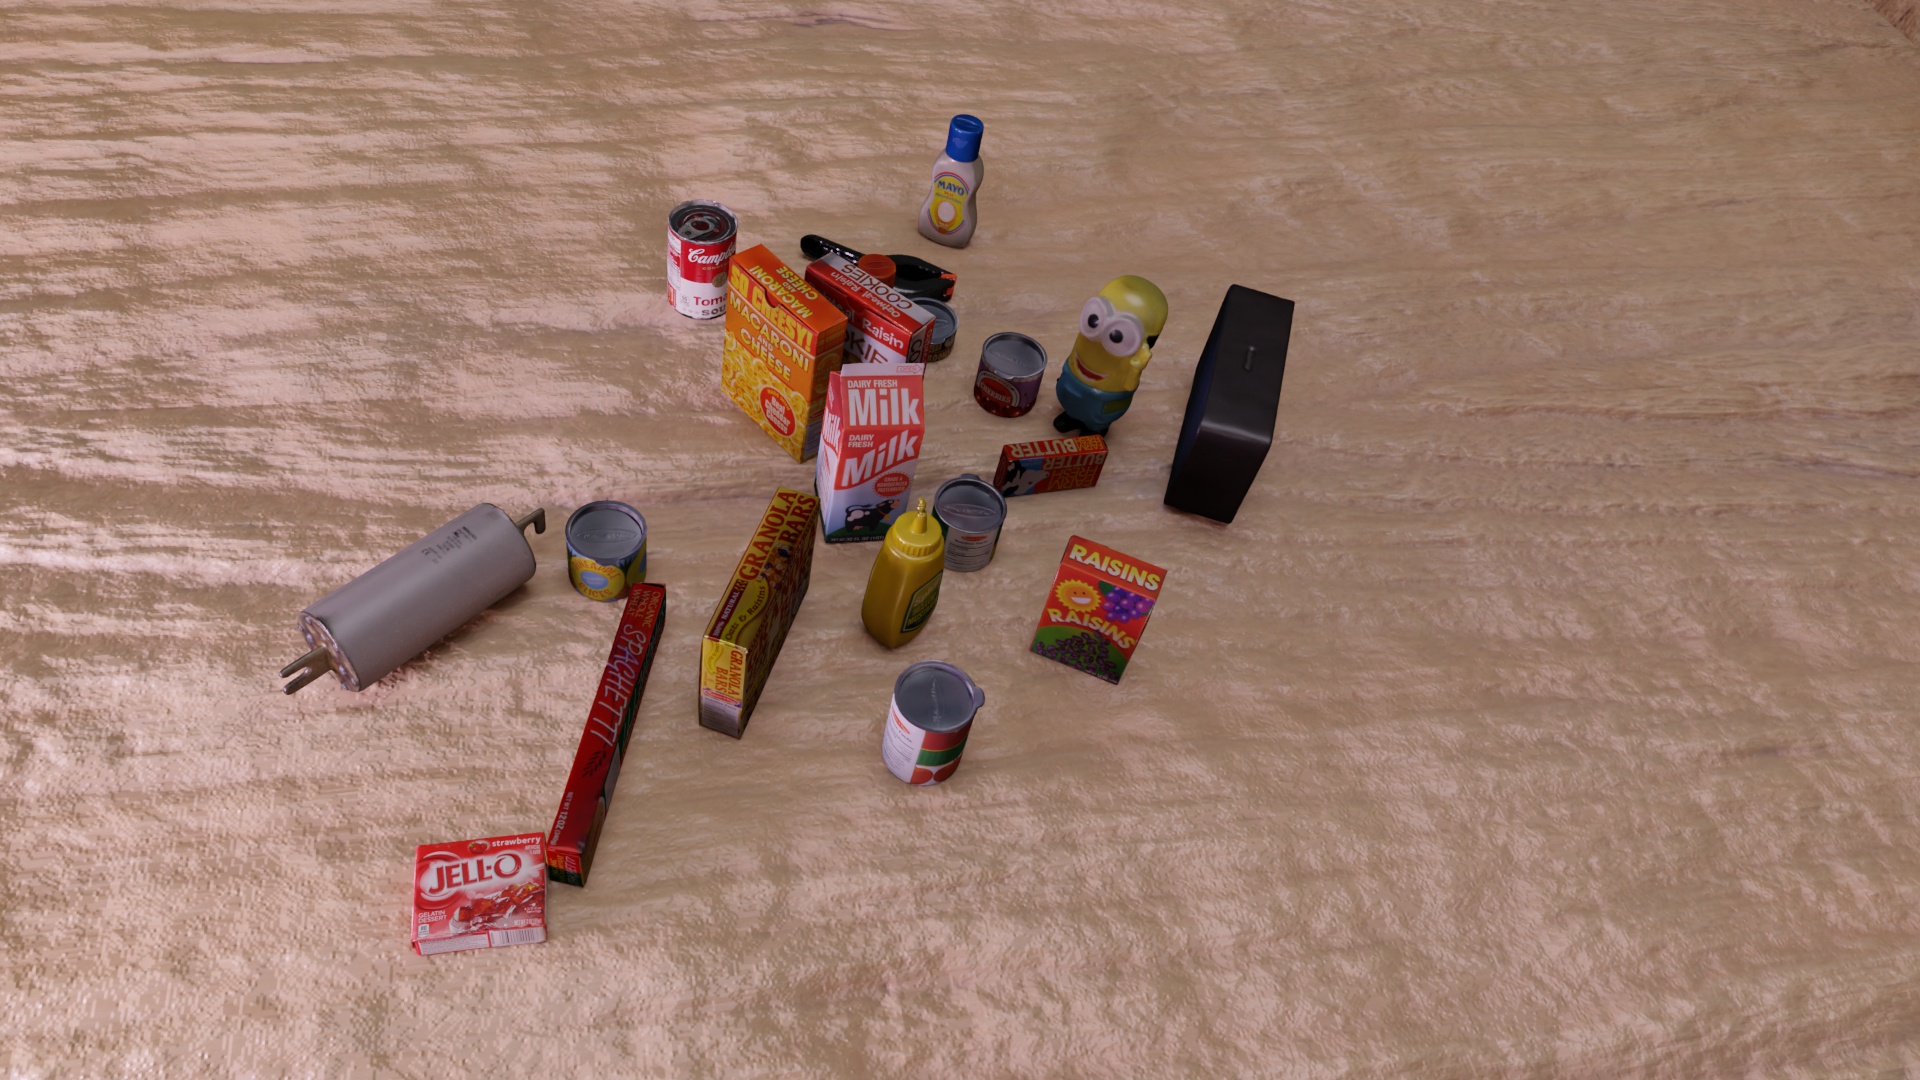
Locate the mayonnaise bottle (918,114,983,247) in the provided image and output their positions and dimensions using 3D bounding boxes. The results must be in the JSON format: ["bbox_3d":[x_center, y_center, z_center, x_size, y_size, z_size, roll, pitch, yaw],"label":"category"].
[{"bbox_3d":[-0.005,-0.393,1.518,0.065,0.147,0.041,21,49,5],"label":"mayonnaise bottle"}]

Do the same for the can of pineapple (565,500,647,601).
[{"bbox_3d":[-0.298,0.010,1.168,0.071,0.057,0.071,6,49,-7],"label":"can of pineapple"}]

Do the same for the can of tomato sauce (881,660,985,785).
[{"bbox_3d":[-0.023,0.145,1.098,0.071,0.082,0.071,6,49,-7],"label":"can of tomato sauce"}]

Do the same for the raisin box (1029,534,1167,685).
[{"bbox_3d":[0.115,0.059,1.175,0.086,0.122,0.040,22,49,6],"label":"raisin box"}]

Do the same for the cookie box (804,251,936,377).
[{"bbox_3d":[-0.094,-0.169,1.294,0.123,0.166,0.040,34,51,16],"label":"cookie box"}]

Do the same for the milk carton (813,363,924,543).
[{"bbox_3d":[-0.079,-0.085,1.211,0.072,0.189,0.074,-3,51,-15],"label":"milk carton"}]

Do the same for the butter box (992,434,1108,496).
[{"bbox_3d":[0.086,-0.071,1.327,0.104,0.052,0.024,-7,52,-18],"label":"butter box"}]

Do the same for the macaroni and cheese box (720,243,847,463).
[{"bbox_3d":[-0.166,-0.169,1.280,0.040,0.165,0.124,-33,64,-33],"label":"macaroni and cheese box"}]

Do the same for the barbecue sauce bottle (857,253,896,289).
[{"bbox_3d":[-0.089,-0.208,1.341,0.065,0.147,0.044,-7,52,-18],"label":"barbecue sauce bottle"}]

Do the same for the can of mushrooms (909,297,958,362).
[{"bbox_3d":[-0.036,-0.216,1.436,0.071,0.033,0.071,6,49,-7],"label":"can of mushrooms"}]

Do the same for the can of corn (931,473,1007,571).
[{"bbox_3d":[0.004,-0.016,1.258,0.071,0.058,0.071,6,49,-7],"label":"can of corn"}]

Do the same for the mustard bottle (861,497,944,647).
[{"bbox_3d":[-0.043,0.023,1.147,0.049,0.159,0.065,37,52,18],"label":"mustard bottle"}]

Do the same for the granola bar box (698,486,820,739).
[{"bbox_3d":[-0.162,0.056,1.115,0.039,0.123,0.166,18,49,3],"label":"granola bar box"}]

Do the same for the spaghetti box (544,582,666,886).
[{"bbox_3d":[-0.269,0.141,1.069,0.029,0.049,0.251,11,49,-4],"label":"spaghetti box"}]

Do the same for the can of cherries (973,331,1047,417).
[{"bbox_3d":[0.048,-0.165,1.395,0.071,0.058,0.072,6,49,-7],"label":"can of cherries"}]
